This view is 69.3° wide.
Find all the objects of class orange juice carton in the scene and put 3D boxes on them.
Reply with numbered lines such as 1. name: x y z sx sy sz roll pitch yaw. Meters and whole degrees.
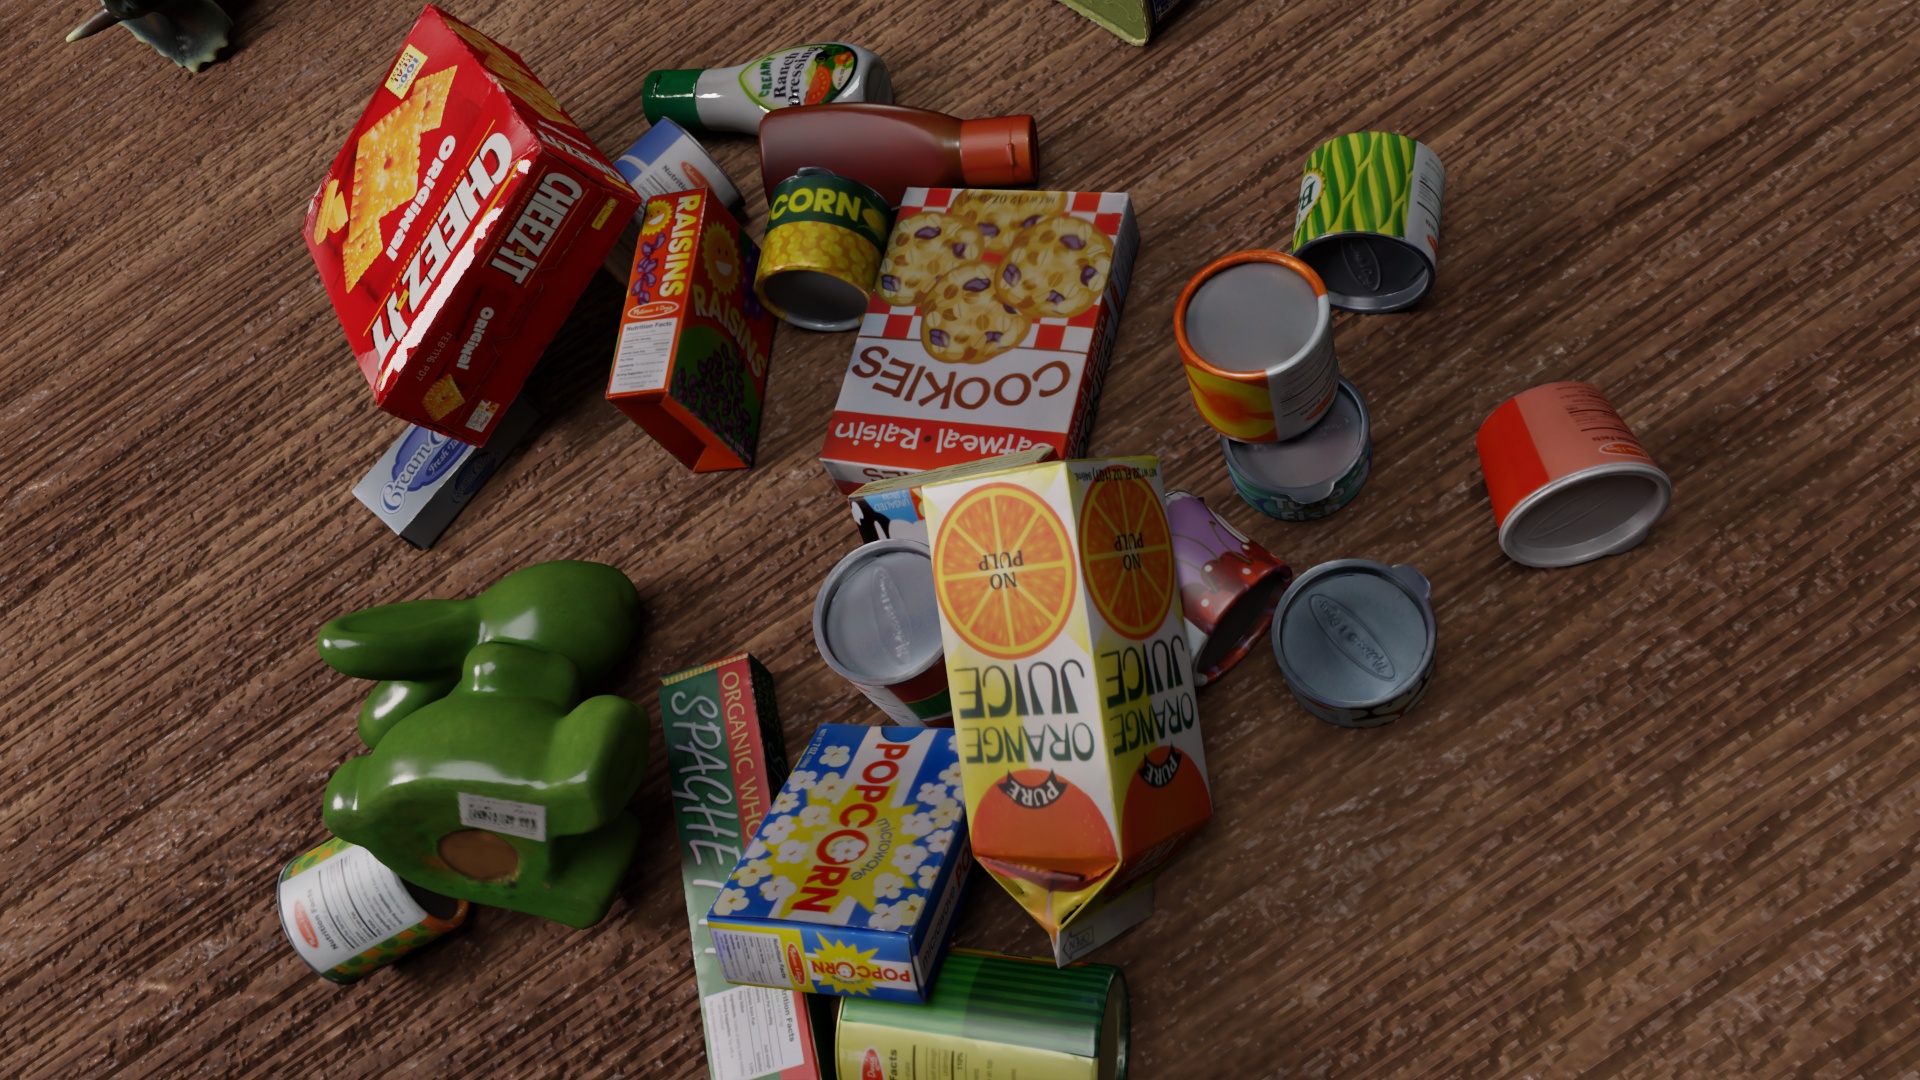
1. orange juice carton: 0.046 0.065 0.557 0.073 0.072 0.192 -9 88 38

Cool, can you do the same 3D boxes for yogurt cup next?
1. yogurt cup: 0.250 -0.029 0.578 0.072 0.072 0.054 -16 54 11

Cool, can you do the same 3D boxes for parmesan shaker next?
1. parmesan shaker: 0.011 0.198 0.550 0.103 0.071 0.071 1 67 18

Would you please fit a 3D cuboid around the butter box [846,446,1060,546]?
1. butter box: 0.002 -0.008 0.644 0.103 0.053 0.024 -10 19 27

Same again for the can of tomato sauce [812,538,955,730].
1. can of tomato sauce: -0.018 0.044 0.619 0.071 0.083 0.071 -7 64 15

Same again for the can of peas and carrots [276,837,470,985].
1. can of peas and carrots: -0.275 0.166 0.659 0.059 0.070 0.071 -28 61 4

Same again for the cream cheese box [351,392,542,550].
1. cream cheese box: -0.291 -0.050 0.787 0.053 0.024 0.104 32 79 29

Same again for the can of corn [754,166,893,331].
1. can of corn: -0.073 -0.153 0.737 0.071 0.071 0.058 0 67 18

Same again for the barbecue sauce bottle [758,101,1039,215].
1. barbecue sauce bottle: -0.033 -0.208 0.758 0.148 0.064 0.044 -1 22 12

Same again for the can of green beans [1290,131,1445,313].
1. can of green beans: 0.190 -0.148 0.650 0.071 0.071 0.058 5 68 20

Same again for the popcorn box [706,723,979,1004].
1. popcorn box: -0.038 0.129 0.575 0.085 0.038 0.127 -1 29 18

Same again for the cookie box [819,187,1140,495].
1. cookie box: 0.012 -0.098 0.701 0.123 0.040 0.168 7 67 20

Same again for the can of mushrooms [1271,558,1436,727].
1. can of mushrooms: 0.169 0.042 0.587 0.071 0.033 0.071 -7 64 16

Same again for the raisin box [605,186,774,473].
1. raisin box: -0.137 -0.109 0.728 0.040 0.086 0.124 -4 65 22

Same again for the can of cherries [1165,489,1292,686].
1. can of cherries: 0.102 0.019 0.601 0.071 0.071 0.058 -47 61 -6

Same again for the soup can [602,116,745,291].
1. soup can: -0.176 -0.188 0.791 0.084 0.071 0.071 -45 61 -5

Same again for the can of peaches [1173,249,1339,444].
1. can of peaches: 0.128 -0.085 0.607 0.071 0.058 0.071 -7 64 15

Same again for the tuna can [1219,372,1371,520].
1. tuna can: 0.154 -0.042 0.632 0.071 0.032 0.071 -7 64 15

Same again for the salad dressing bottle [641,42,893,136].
1. salad dressing bottle: -0.115 -0.260 0.816 0.147 0.044 0.064 4 69 20

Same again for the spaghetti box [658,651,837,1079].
1. spaghetti box: -0.092 0.170 0.616 0.050 0.028 0.251 -19 62 9
